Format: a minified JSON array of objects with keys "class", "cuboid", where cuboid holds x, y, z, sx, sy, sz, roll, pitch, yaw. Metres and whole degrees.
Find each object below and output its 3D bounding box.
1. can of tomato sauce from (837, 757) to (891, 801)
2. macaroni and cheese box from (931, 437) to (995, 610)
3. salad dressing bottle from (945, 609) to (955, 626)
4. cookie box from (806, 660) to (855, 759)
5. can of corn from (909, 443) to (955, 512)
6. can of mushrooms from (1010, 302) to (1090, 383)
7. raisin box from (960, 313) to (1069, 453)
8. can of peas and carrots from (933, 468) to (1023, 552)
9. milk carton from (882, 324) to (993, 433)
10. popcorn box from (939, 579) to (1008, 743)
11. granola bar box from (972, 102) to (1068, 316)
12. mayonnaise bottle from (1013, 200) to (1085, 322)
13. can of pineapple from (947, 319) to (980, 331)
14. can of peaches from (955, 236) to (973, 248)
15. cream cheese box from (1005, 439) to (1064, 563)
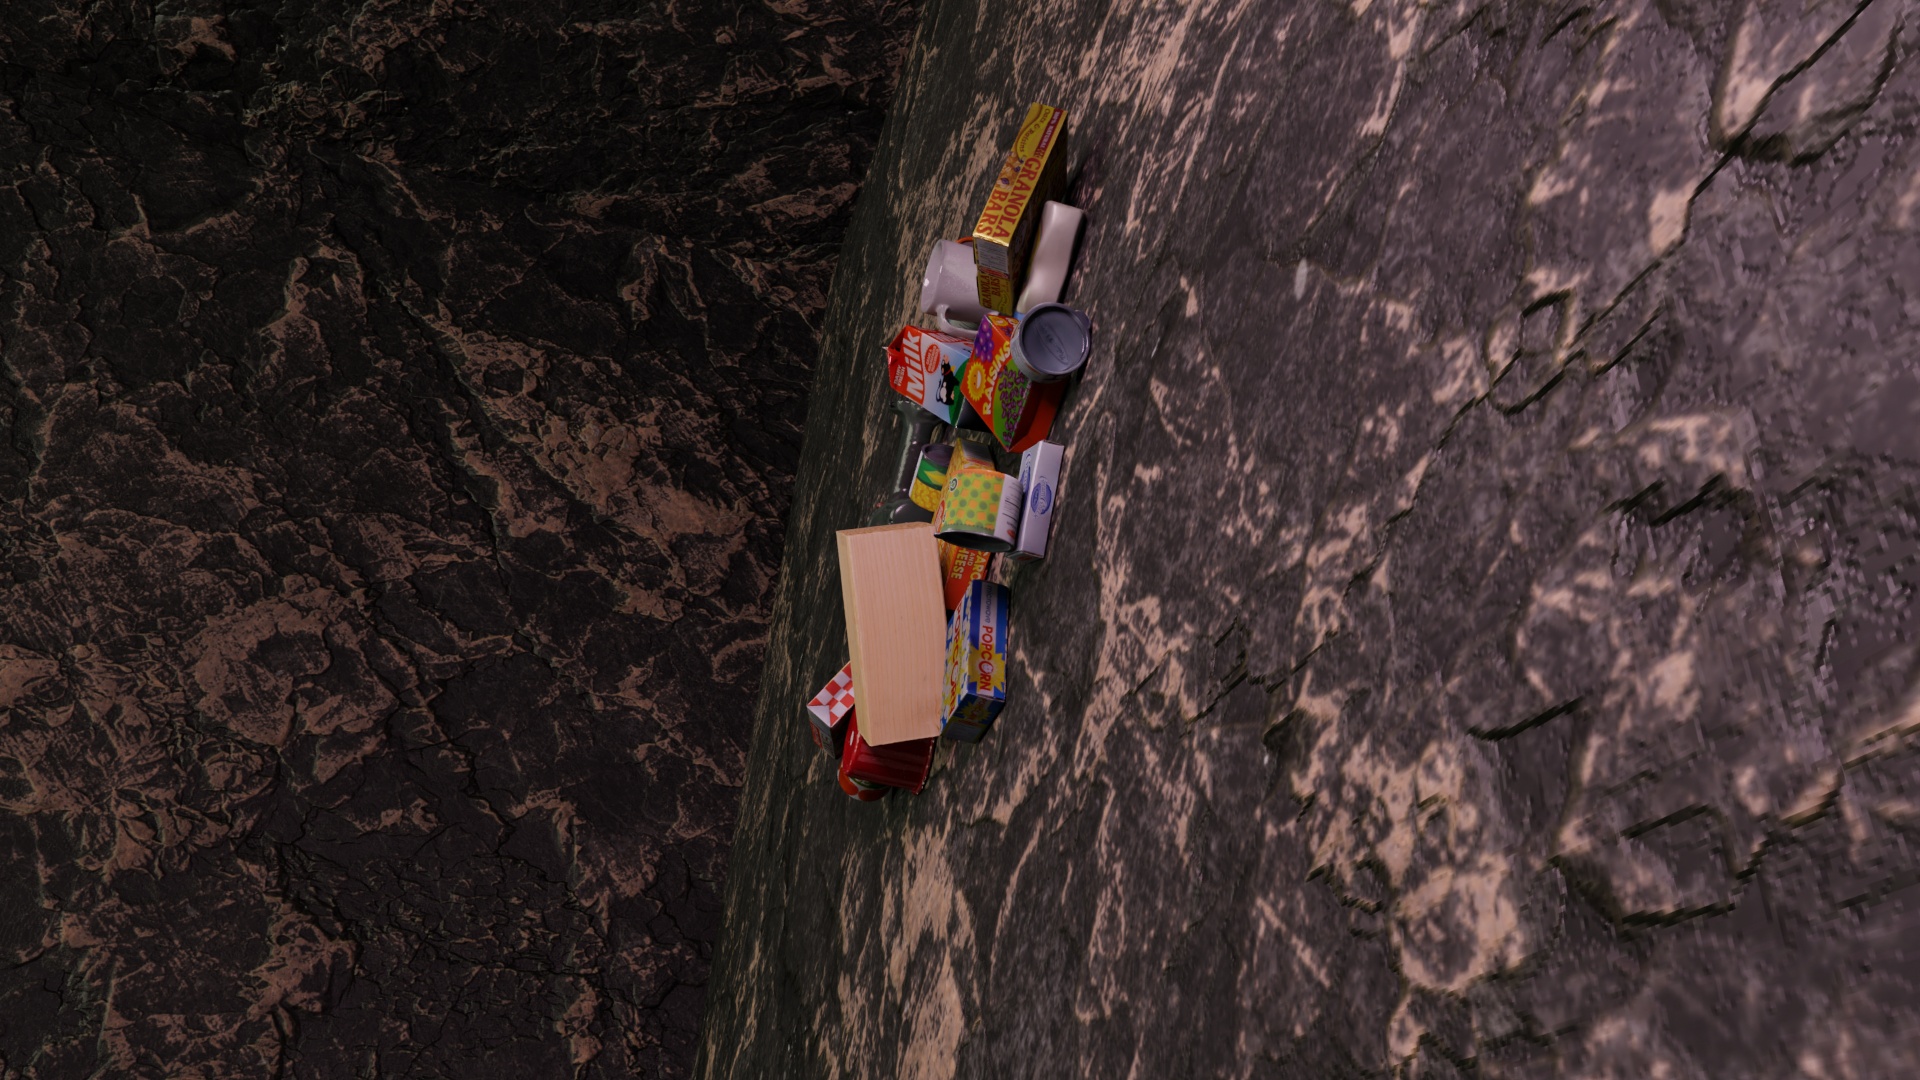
[{"class":"can of tomato sauce","cuboid":[-0.101,0.249,1.578,0.082,0.071,0.071,114,164,-45]},{"class":"macaroni and cheese box","cuboid":[0.005,-0.018,1.452,0.167,0.040,0.123,-101,25,-63]},{"class":"salad dressing bottle","cuboid":[-0.036,0.070,1.512,0.148,0.064,0.044,-138,45,-67]},{"class":"cookie box","cuboid":[-0.114,0.177,1.576,0.123,0.040,0.166,-46,-12,-18]},{"class":"can of corn","cuboid":[-0.017,-0.068,1.556,0.071,0.071,0.058,-102,27,-63]},{"class":"can of mushrooms","cuboid":[0.080,-0.175,1.224,0.033,0.071,0.071,145,137,-74]},{"class":"raisin box","cuboid":[0.048,-0.148,1.311,0.124,0.040,0.085,57,137,48]},{"class":"can of peas and carrots","cuboid":[0.016,-0.026,1.215,0.071,0.071,0.059,144,138,-72]},{"class":"milk carton","cuboid":[-0.012,-0.177,1.473,0.191,0.072,0.073,38,116,53]},{"class":"popcorn box","cuboid":[0.013,0.111,1.283,0.084,0.038,0.127,119,160,-50]},{"class":"granola bar box","cuboid":[0.060,-0.323,1.361,0.123,0.039,0.166,81,-150,-67]},{"class":"mayonnaise bottle","cuboid":[0.081,-0.254,1.353,0.065,0.041,0.147,-97,23,-75]},{"class":"can of pineapple","cuboid":[0.022,-0.274,1.588,0.057,0.071,0.071,130,151,-63]},{"class":"can of peaches","cuboid":[0.011,-0.332,1.705,0.058,0.071,0.071,130,151,-65]},{"class":"cream cheese box","cuboid":[0.065,-0.034,1.235,0.053,0.024,0.104,154,129,-74]}]
